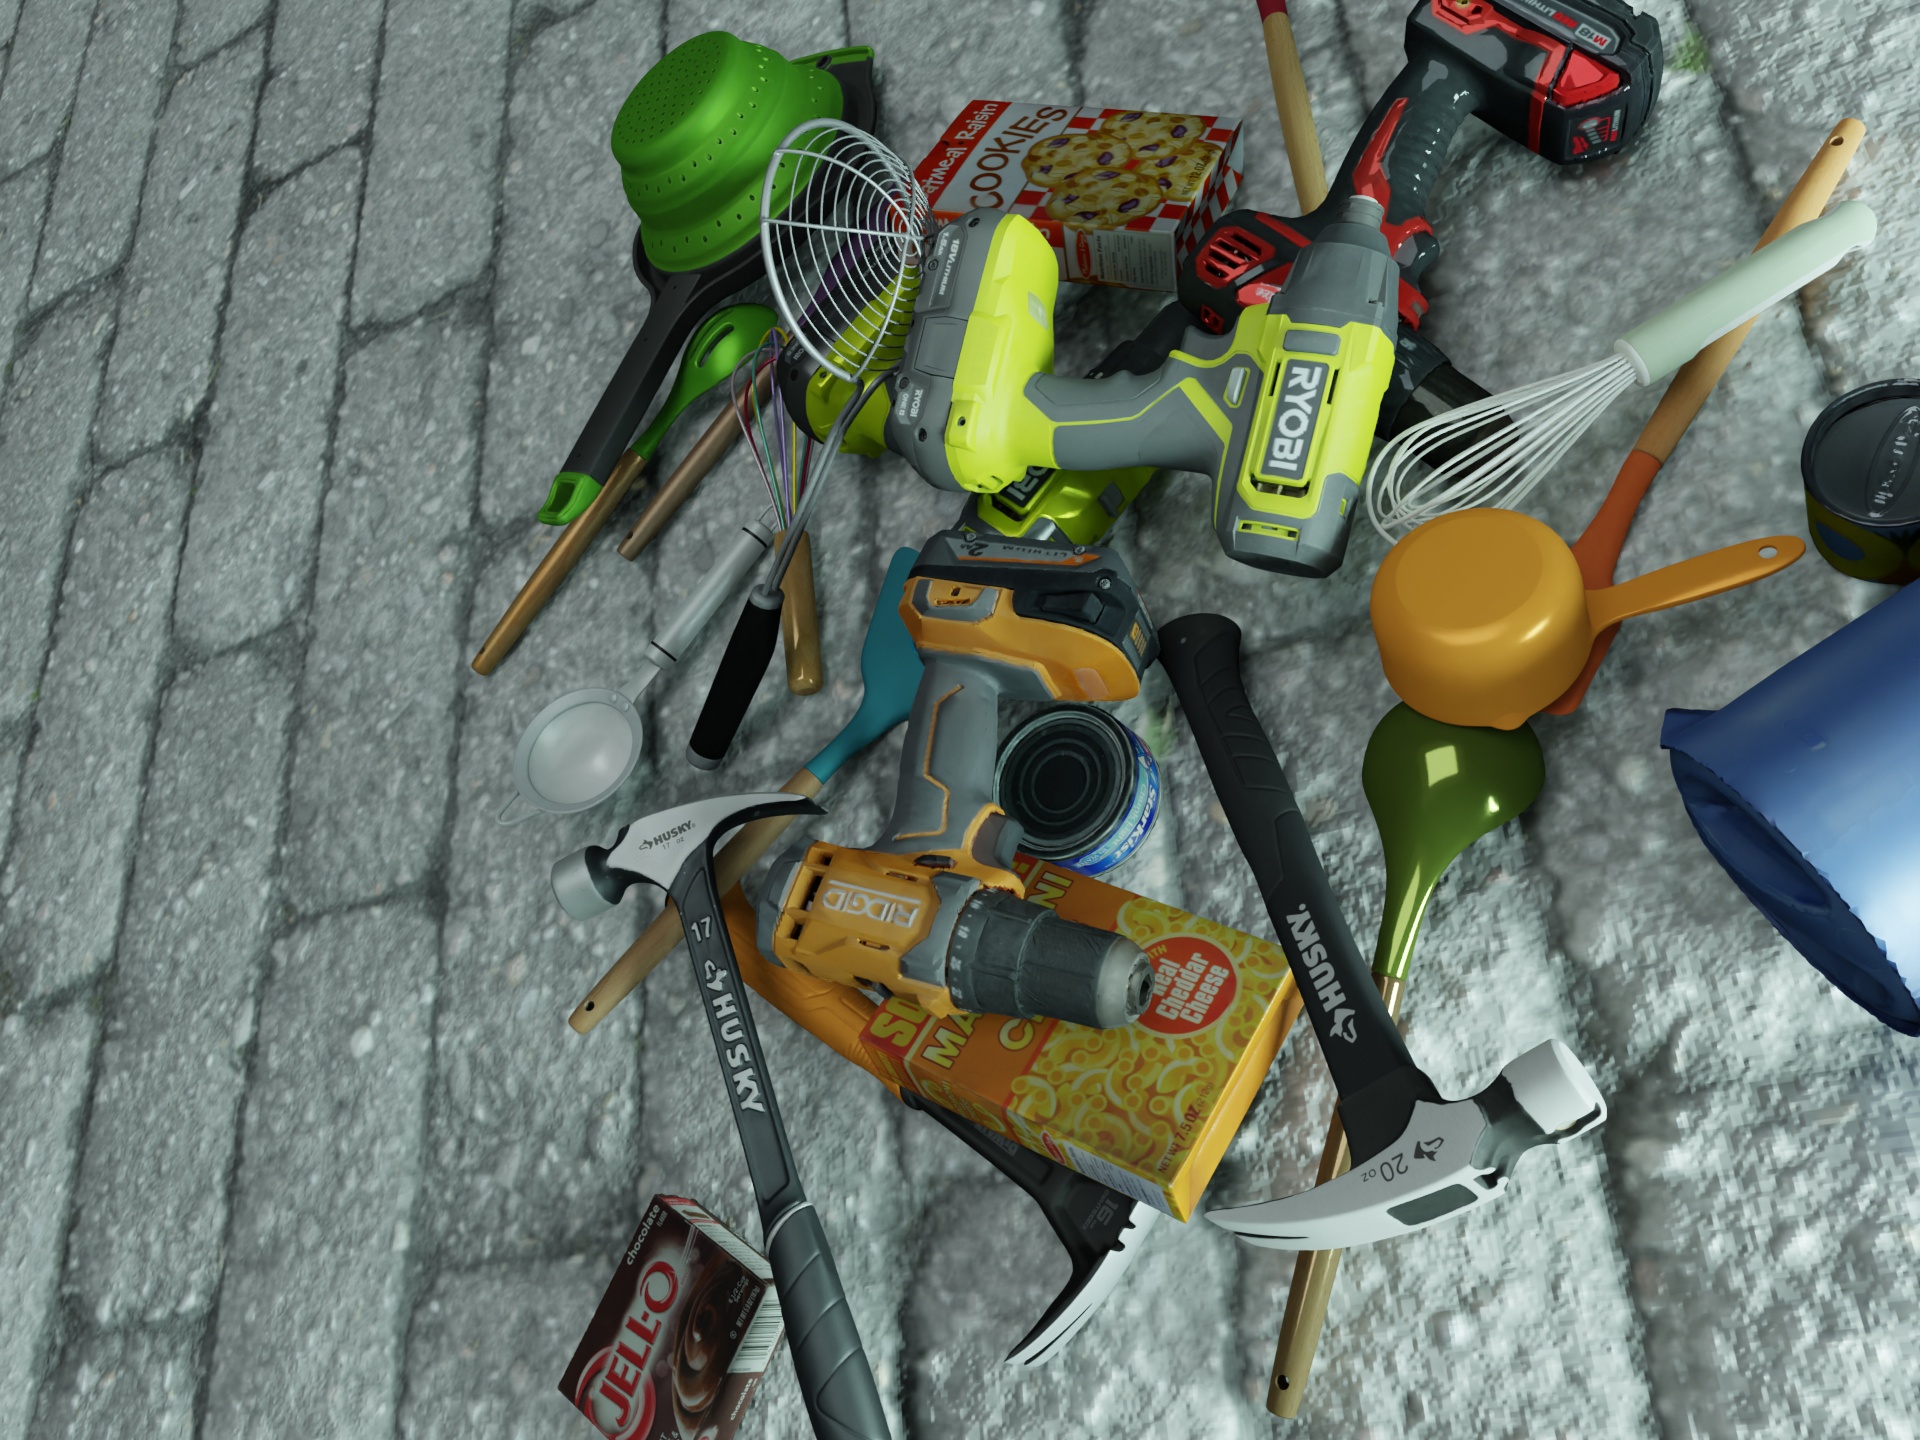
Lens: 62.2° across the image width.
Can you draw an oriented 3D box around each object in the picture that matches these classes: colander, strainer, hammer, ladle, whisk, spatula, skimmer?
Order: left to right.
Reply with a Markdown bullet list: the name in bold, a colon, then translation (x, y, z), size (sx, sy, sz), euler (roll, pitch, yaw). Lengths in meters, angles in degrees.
- **strainer**: translation (-0.187, -0.031, 0.975), size (0.087, 0.050, 0.258), euler (34, 83, 30)
- **colander**: translation (-0.196, -0.313, 1.035), size (0.205, 0.094, 0.397), euler (10, 69, 43)
- **skimmer**: translation (-0.104, -0.132, 0.859), size (0.090, 0.127, 0.363), euler (39, 123, 19)
- **spatula**: translation (-0.102, 0.044, 0.865), size (0.082, 0.044, 0.317), euler (37, 77, 24)
- **spatula**: translation (-0.119, -0.228, 1.031), size (0.316, 0.018, 0.060), euler (-50, 51, 2)
- **whisk**: translation (-0.105, -0.129, 0.964), size (0.047, 0.051, 0.245), euler (-17, 68, 24)
- **hammer**: translation (-0.082, 0.220, 0.755), size (0.149, 0.036, 0.409), euler (-26, 66, 10)
- **hammer**: translation (-0.045, 0.171, 0.805), size (0.337, 0.034, 0.127), euler (31, 86, 36)
- **hammer**: translation (0.135, 0.066, 0.683), size (0.146, 0.035, 0.335), euler (-37, 38, 20)
- **ladle**: translation (0.185, -0.382, 0.910), size (0.069, 0.031, 0.316), euler (-17, 63, 27)
- **ladle**: translation (0.182, 0.137, 0.686), size (0.078, 0.062, 0.320), euler (12, 83, 34)
- **whisk**: translation (0.290, -0.153, 0.704), size (0.246, 0.058, 0.059), euler (-32, 86, 8)
- **spatula**: translation (0.321, -0.142, 0.716), size (0.081, 0.041, 0.322), euler (30, 86, 38)

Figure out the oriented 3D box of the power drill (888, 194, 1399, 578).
- **power drill**: translation (0.090, -0.171, 0.759), size (0.223, 0.080, 0.171), euler (13, 89, 25)

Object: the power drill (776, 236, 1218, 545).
- **power drill**: translation (0.022, -0.188, 0.895), size (0.229, 0.080, 0.190), euler (37, 86, 34)

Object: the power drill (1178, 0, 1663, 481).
- **power drill**: translation (0.242, -0.242, 0.777), size (0.188, 0.080, 0.226), euler (41, 95, 20)

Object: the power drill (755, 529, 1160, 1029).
- **power drill**: translation (0.024, 0.030, 0.737), size (0.185, 0.084, 0.226), euler (10, 66, 28)

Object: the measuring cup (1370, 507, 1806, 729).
- **measuring cup**: translation (0.256, -0.059, 0.658), size (0.173, 0.052, 0.095), euler (-17, 50, 18)

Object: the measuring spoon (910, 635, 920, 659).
- **measuring spoon**: translation (-0.001, -0.003, 0.833), size (0.042, 0.021, 0.129), euler (-8, 67, 7)

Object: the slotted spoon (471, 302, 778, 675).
- **slotted spoon**: translation (-0.230, -0.157, 1.061), size (0.314, 0.031, 0.070), euler (-52, 41, 4)
